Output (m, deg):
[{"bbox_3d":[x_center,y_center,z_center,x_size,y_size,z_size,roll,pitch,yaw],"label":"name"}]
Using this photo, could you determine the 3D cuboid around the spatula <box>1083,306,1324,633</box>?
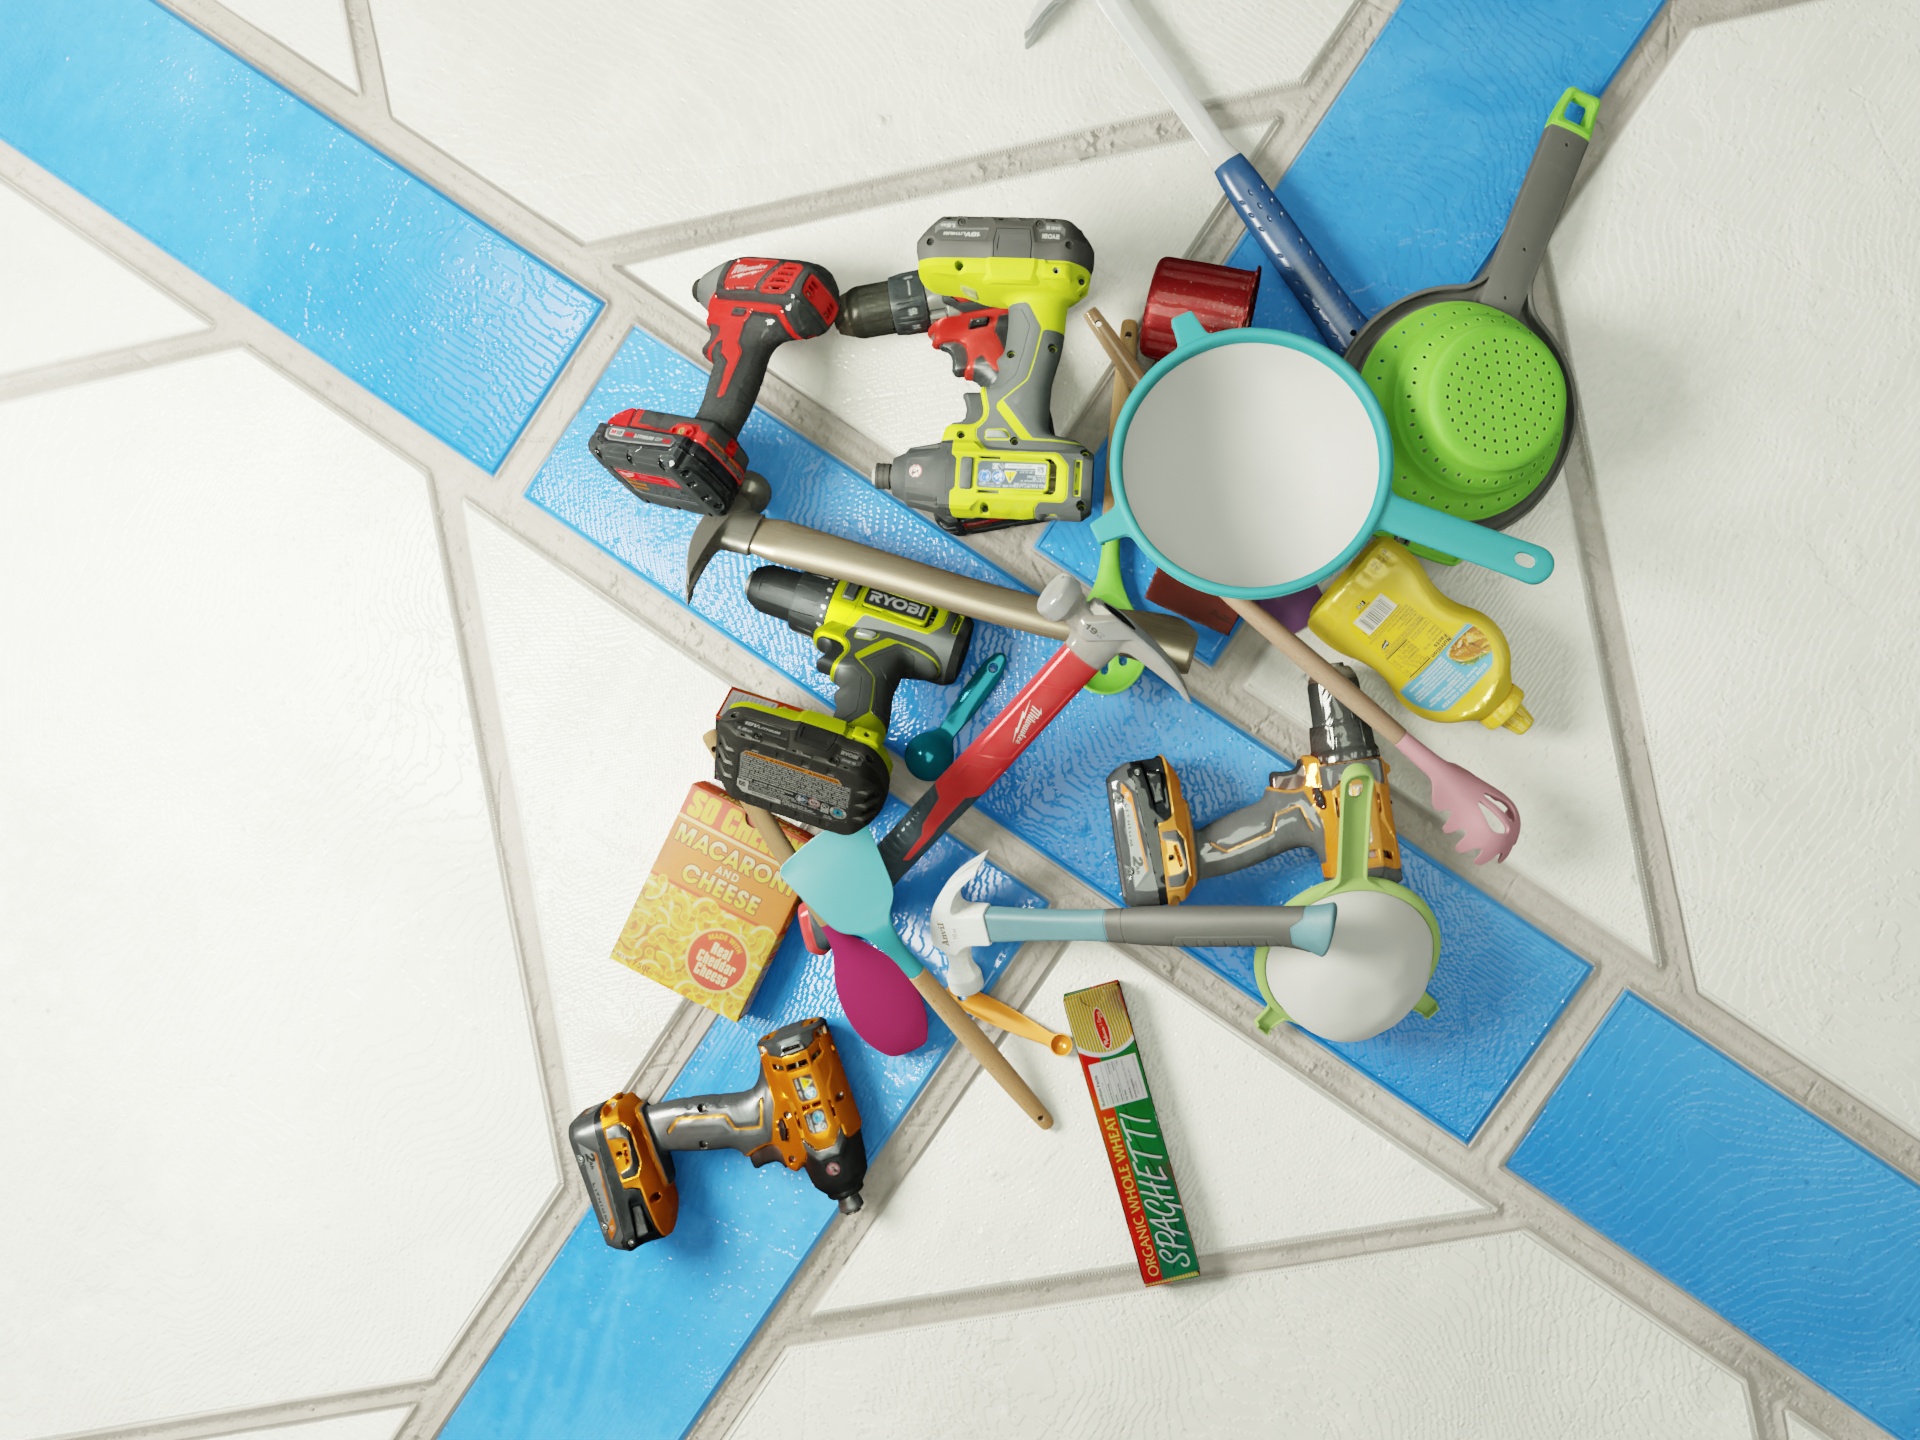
[{"bbox_3d":[0.194,-0.206,1.310,0.060,0.018,0.316,-34,93,9],"label":"spatula"}]

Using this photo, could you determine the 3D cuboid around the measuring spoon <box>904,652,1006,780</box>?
[{"bbox_3d":[-0.002,-0.004,1.335,0.042,0.021,0.128,36,95,4],"label":"measuring spoon"}]

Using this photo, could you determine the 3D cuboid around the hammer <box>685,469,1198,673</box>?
[{"bbox_3d":[-0.014,-0.099,1.275,0.410,0.146,0.038,15,135,5],"label":"hammer"}]

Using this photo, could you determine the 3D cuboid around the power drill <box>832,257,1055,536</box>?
[{"bbox_3d":[-0.001,-0.271,1.310,0.188,0.080,0.227,-9,87,5],"label":"power drill"}]

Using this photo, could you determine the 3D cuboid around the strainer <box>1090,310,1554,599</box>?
[{"bbox_3d":[0.281,-0.166,1.229,0.340,0.095,0.211,21,85,7],"label":"strainer"}]

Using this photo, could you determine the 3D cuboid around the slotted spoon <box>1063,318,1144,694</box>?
[{"bbox_3d":[0.130,-0.177,1.322,0.070,0.031,0.314,4,89,5],"label":"slotted spoon"}]

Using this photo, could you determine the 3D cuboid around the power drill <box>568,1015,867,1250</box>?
[{"bbox_3d":[-0.192,0.360,1.327,0.226,0.084,0.164,-20,89,1],"label":"power drill"}]

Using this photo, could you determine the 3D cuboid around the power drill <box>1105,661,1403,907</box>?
[{"bbox_3d":[0.235,0.056,1.289,0.226,0.084,0.185,-8,87,1],"label":"power drill"}]

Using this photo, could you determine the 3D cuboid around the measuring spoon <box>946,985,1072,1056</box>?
[{"bbox_3d":[0.041,0.251,1.340,0.117,0.011,0.021,25,93,8],"label":"measuring spoon"}]

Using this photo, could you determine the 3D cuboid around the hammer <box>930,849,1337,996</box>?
[{"bbox_3d":[0.130,0.162,1.247,0.331,0.033,0.128,-3,118,23],"label":"hammer"}]

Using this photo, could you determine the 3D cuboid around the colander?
[{"bbox_3d":[0.433,-0.321,1.245,0.204,0.094,0.397,22,89,-7],"label":"colander"}]

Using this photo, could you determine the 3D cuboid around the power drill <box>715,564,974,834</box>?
[{"bbox_3d":[-0.109,-0.032,1.266,0.190,0.229,0.080,18,136,4],"label":"power drill"}]

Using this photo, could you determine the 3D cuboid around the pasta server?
[{"bbox_3d":[0.322,-0.002,1.255,0.316,0.040,0.060,40,68,0],"label":"pasta server"}]

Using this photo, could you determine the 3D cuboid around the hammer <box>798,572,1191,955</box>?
[{"bbox_3d":[0.011,0.063,1.283,0.143,0.038,0.386,37,110,-16],"label":"hammer"}]

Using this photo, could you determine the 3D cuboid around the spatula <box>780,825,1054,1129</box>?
[{"bbox_3d":[-0.020,0.218,1.299,0.082,0.044,0.317,-37,107,3],"label":"spatula"}]

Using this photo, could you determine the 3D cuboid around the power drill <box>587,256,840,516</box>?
[{"bbox_3d":[-0.201,-0.283,1.296,0.143,0.078,0.220,16,72,35],"label":"power drill"}]

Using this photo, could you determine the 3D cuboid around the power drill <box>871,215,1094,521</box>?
[{"bbox_3d":[0.022,-0.269,1.235,0.171,0.080,0.223,3,88,6],"label":"power drill"}]

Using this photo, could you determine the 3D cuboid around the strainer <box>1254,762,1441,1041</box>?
[{"bbox_3d":[0.309,0.157,1.228,0.151,0.069,0.256,-6,120,0],"label":"strainer"}]

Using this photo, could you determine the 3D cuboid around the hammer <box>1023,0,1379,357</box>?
[{"bbox_3d":[0.209,-0.464,1.309,0.144,0.035,0.405,-35,87,4],"label":"hammer"}]

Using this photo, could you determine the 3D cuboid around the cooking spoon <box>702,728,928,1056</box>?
[{"bbox_3d":[-0.121,0.143,1.295,0.069,0.017,0.318,-27,102,18],"label":"cooking spoon"}]
